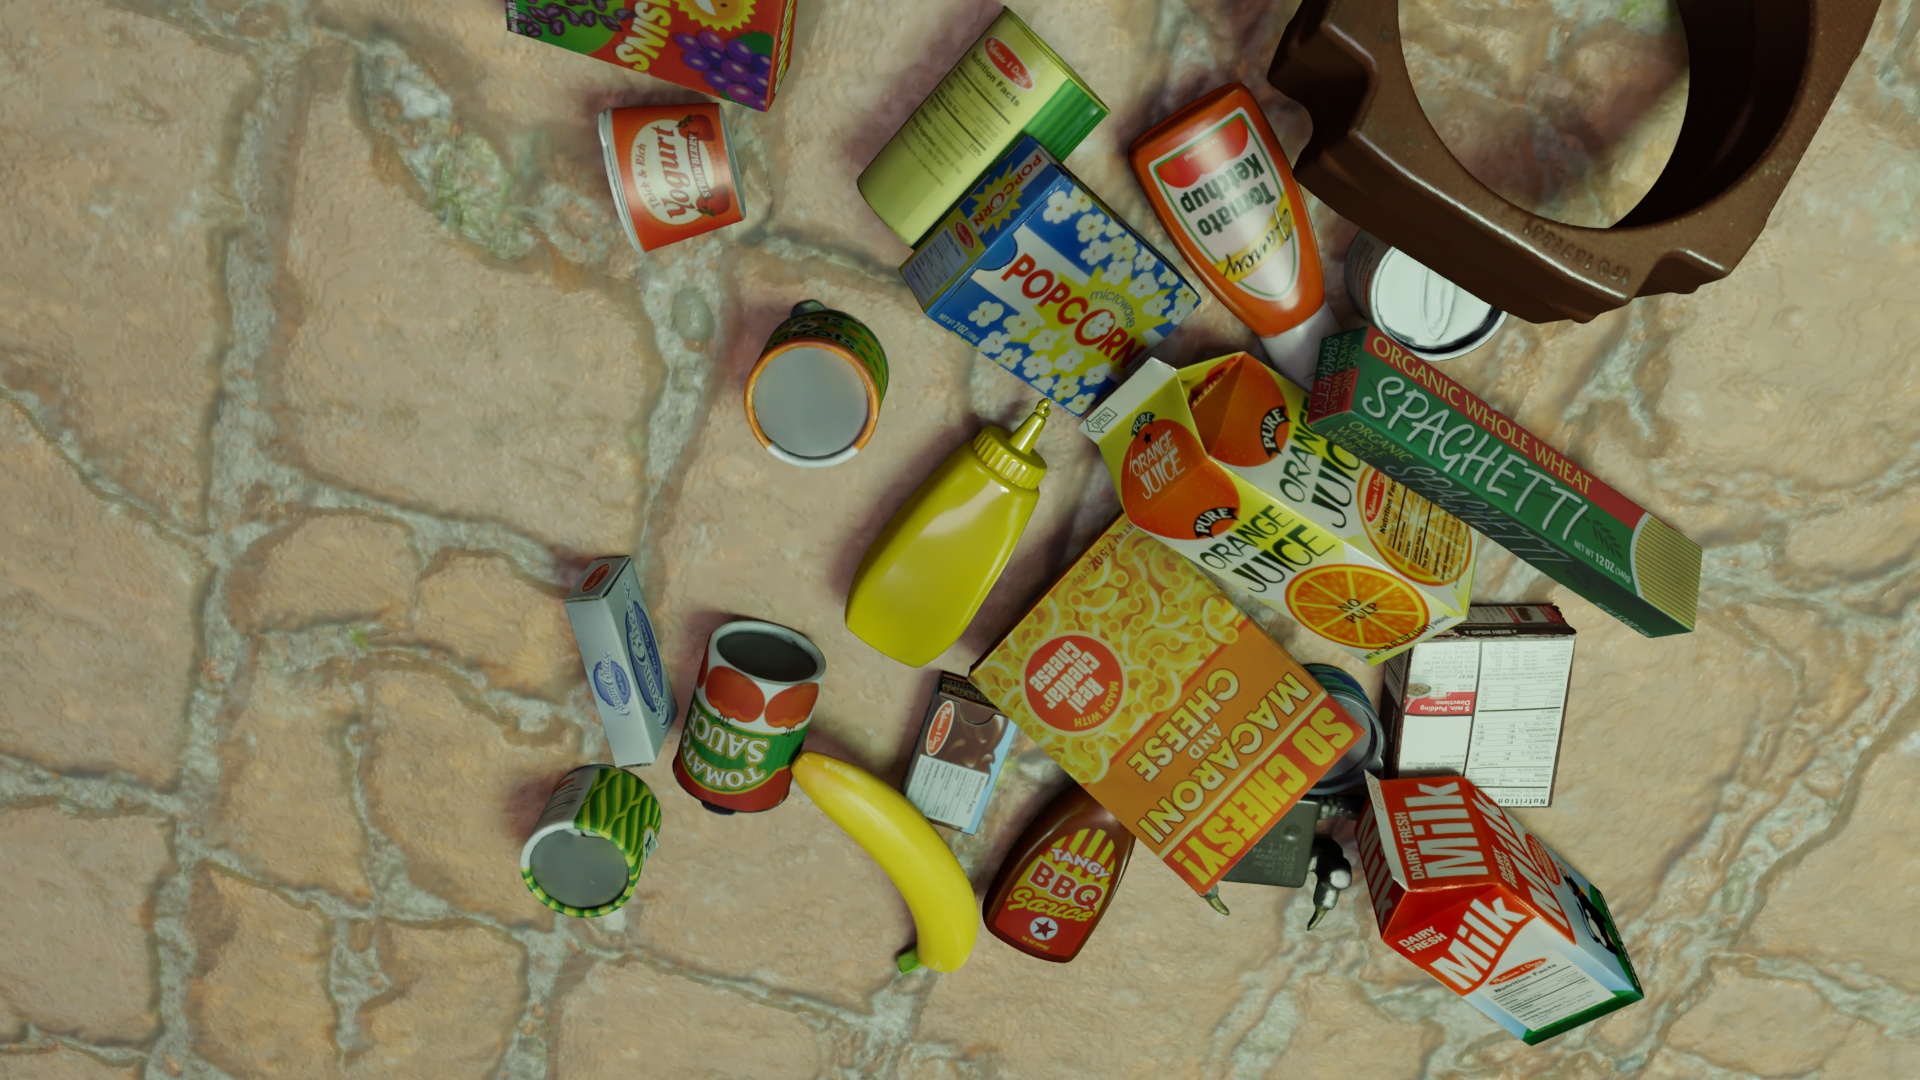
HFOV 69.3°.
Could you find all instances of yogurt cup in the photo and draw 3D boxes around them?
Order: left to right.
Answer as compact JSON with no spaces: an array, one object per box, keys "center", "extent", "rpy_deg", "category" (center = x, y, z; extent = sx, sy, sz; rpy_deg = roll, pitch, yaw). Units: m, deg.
[{"center":[-0.132,-0.172,0.647],"extent":[0.054,0.072,0.072],"rpy_deg":[-11,112,-2],"category":"yogurt cup"}]

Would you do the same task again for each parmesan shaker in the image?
[{"center":[0.008,-0.183,0.638],"extent":[0.071,0.071,0.103],"rpy_deg":[41,109,-14],"category":"parmesan shaker"}]

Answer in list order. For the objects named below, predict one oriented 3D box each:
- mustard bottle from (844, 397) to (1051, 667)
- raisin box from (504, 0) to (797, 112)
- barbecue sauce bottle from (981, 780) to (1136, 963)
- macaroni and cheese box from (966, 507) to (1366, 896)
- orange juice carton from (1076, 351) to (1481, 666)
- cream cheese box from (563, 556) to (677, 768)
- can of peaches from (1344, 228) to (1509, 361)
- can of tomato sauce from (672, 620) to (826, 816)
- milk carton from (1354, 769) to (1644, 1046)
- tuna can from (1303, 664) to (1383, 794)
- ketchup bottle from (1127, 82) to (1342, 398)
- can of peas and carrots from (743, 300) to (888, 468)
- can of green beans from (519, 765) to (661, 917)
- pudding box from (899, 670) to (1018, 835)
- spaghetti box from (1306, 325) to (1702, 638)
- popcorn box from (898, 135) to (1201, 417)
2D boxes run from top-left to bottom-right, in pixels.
[{"center":[0.003,-0.009,0.718],"extent":[0.065,0.049,0.159],"rpy_deg":[33,109,-12],"category":"mustard bottle"},{"center":[-0.134,-0.246,0.607],"extent":[0.123,0.040,0.085],"rpy_deg":[17,151,-5],"category":"raisin box"},{"center":[0.070,0.170,0.793],"extent":[0.065,0.044,0.148],"rpy_deg":[25,111,-7],"category":"barbecue sauce bottle"},{"center":[0.106,0.082,0.726],"extent":[0.166,0.040,0.123],"rpy_deg":[43,95,-1],"category":"macaroni and cheese box"},{"center":[0.154,-0.023,0.681],"extent":[0.192,0.073,0.071],"rpy_deg":[30,146,-10],"category":"orange juice carton"},{"center":[-0.182,0.065,0.752],"extent":[0.024,0.053,0.103],"rpy_deg":[-8,112,7],"category":"cream cheese box"},{"center":[0.223,-0.124,0.659],"extent":[0.071,0.058,0.071],"rpy_deg":[1,112,1],"category":"can of peaches"},{"center":[-0.115,0.095,0.753],"extent":[0.071,0.071,0.082],"rpy_deg":[17,112,-5],"category":"can of tomato sauce"},{"center":[0.281,0.195,0.755],"extent":[0.190,0.073,0.073],"rpy_deg":[37,121,-27],"category":"milk carton"},{"center":[0.199,0.105,0.768],"extent":[0.071,0.033,0.070],"rpy_deg":[1,113,2],"category":"tuna can"},{"center":[0.141,-0.138,0.663],"extent":[0.064,0.044,0.148],"rpy_deg":[-29,109,14],"category":"ketchup bottle"},{"center":[-0.071,-0.078,0.686],"extent":[0.071,0.059,0.070],"rpy_deg":[0,113,1],"category":"can of peas and carrots"},{"center":[-0.210,0.172,0.794],"extent":[0.071,0.058,0.071],"rpy_deg":[1,113,1],"category":"can of green beans"},{"center":[-0.001,0.120,0.782],"extent":[0.050,0.030,0.083],"rpy_deg":[18,112,-4],"category":"pudding box"},{"center":[0.270,-0.024,0.674],"extent":[0.250,0.028,0.050],"rpy_deg":[27,66,-22],"category":"spaghetti box"},{"center":[0.044,-0.118,0.644],"extent":[0.085,0.038,0.126],"rpy_deg":[-43,141,18],"category":"popcorn box"}]
